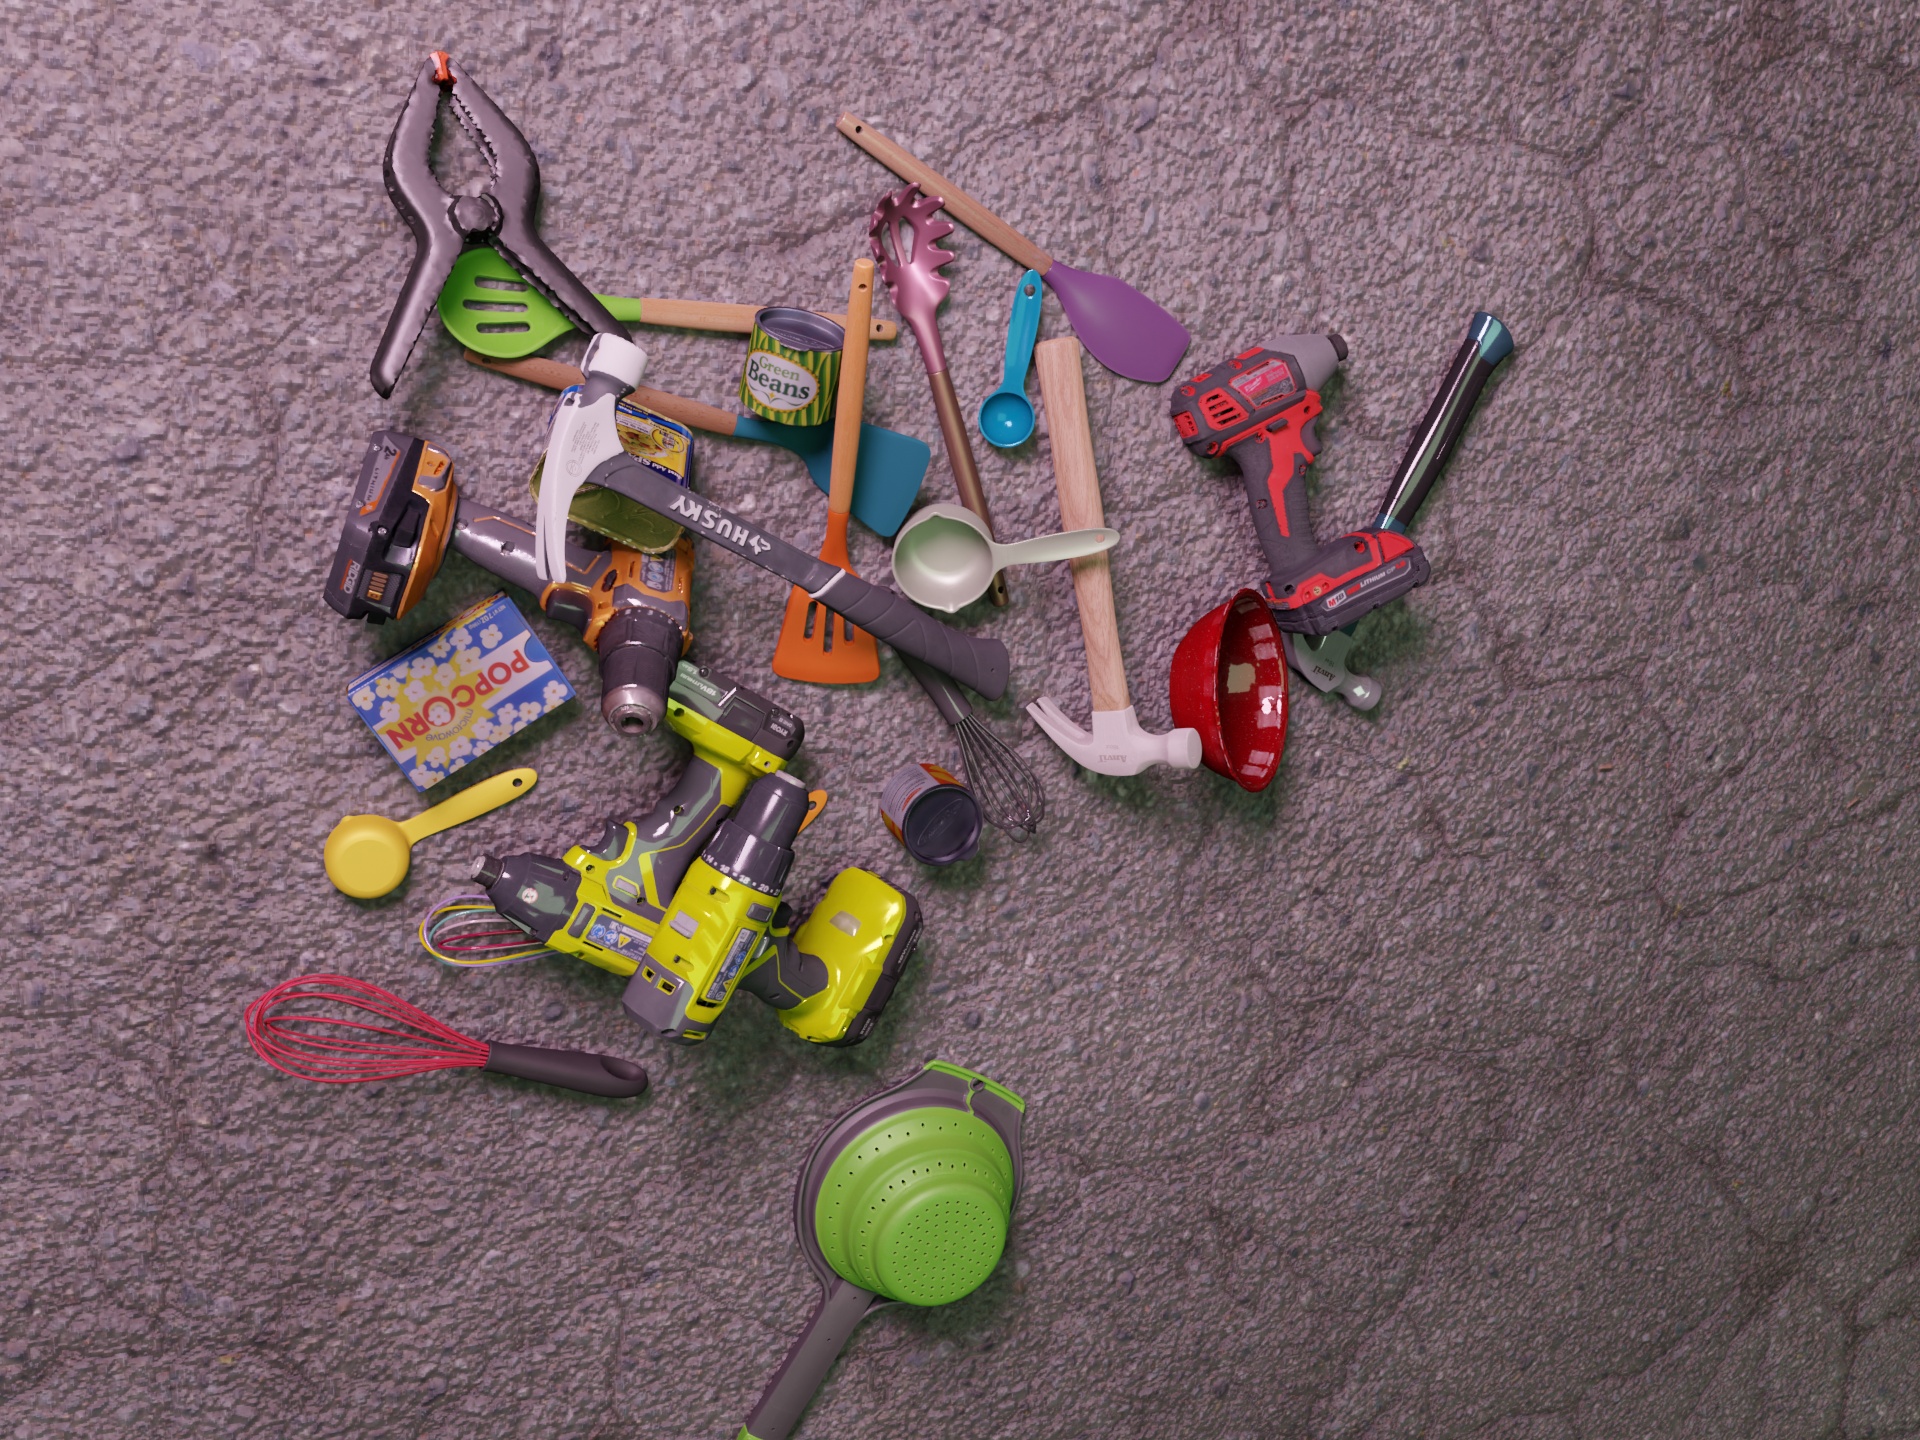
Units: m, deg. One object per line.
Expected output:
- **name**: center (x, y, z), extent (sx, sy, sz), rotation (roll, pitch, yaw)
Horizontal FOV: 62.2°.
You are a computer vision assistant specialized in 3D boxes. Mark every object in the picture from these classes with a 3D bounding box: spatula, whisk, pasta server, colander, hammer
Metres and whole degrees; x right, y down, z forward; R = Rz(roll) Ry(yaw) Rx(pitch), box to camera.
- **spatula**: center (0.041, -0.340, 1.150), extent (0.315, 0.018, 0.060), rotation (29, 97, -26)
- **spatula**: center (-0.081, -0.162, 1.100), extent (0.081, 0.041, 0.322), rotation (4, 131, -7)
- **spatula**: center (-0.179, -0.205, 1.093), extent (0.317, 0.044, 0.082), rotation (12, 129, -21)
- **whisk**: center (-0.271, 0.160, 1.171), extent (0.245, 0.047, 0.051), rotation (3, 103, -25)
- **whisk**: center (-0.363, 0.239, 1.152), extent (0.295, 0.073, 0.073), rotation (18, 99, -30)
- **pasta server**: center (-0.007, -0.227, 1.156), extent (0.060, 0.040, 0.316), rotation (-24, 114, -17)
- **whisk**: center (-0.003, -0.003, 1.221), extent (0.055, 0.055, 0.238), rotation (-36, 110, -7)
- **colander**: center (-0.070, 0.478, 1.312), extent (0.204, 0.095, 0.397), rotation (30, 94, -25)
- **hammer**: center (-0.106, -0.095, 1.070), extent (0.408, 0.036, 0.149), rotation (27, 82, -42)
- **hammer**: center (0.095, -0.120, 1.201), extent (0.031, 0.130, 0.331), rotation (-25, 108, -56)
- **hammer**: center (0.364, -0.177, 1.313), extent (0.128, 0.033, 0.331), rotation (24, 96, -26)

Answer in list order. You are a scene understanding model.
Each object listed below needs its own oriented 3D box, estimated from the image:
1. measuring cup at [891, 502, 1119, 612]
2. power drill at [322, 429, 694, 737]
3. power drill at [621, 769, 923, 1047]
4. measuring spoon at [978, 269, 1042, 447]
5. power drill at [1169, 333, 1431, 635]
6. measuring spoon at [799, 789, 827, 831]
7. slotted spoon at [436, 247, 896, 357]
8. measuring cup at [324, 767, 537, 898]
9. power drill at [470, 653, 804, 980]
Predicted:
- **measuring cup**: center (0.032, -0.130, 1.170), extent (0.167, 0.038, 0.083), rotation (-8, 122, 4)
- **power drill**: center (-0.281, -0.082, 1.019), extent (0.226, 0.186, 0.084), rotation (17, 130, -22)
- **power drill**: center (-0.122, 0.144, 1.139), extent (0.190, 0.080, 0.228), rotation (-62, 148, -2)
- **measuring spoon**: center (0.042, -0.265, 1.169), extent (0.042, 0.021, 0.128), rotation (11, 103, 1)
- **power drill**: center (0.268, -0.187, 1.231), extent (0.143, 0.078, 0.219), rotation (-28, 99, -6)
- **measuring spoon**: center (-0.145, 0.095, 1.214), extent (0.117, 0.011, 0.021), rotation (-43, 115, -4)
- **slotted spoon**: center (-0.192, -0.274, 1.078), extent (0.313, 0.031, 0.070), rotation (-1, 95, -22)
- **measuring cup**: center (-0.369, 0.075, 1.114), extent (0.156, 0.029, 0.062), rotation (-27, 113, -10)
- **power drill**: center (-0.224, 0.064, 1.121), extent (0.171, 0.080, 0.223), rotation (31, 86, -28)
